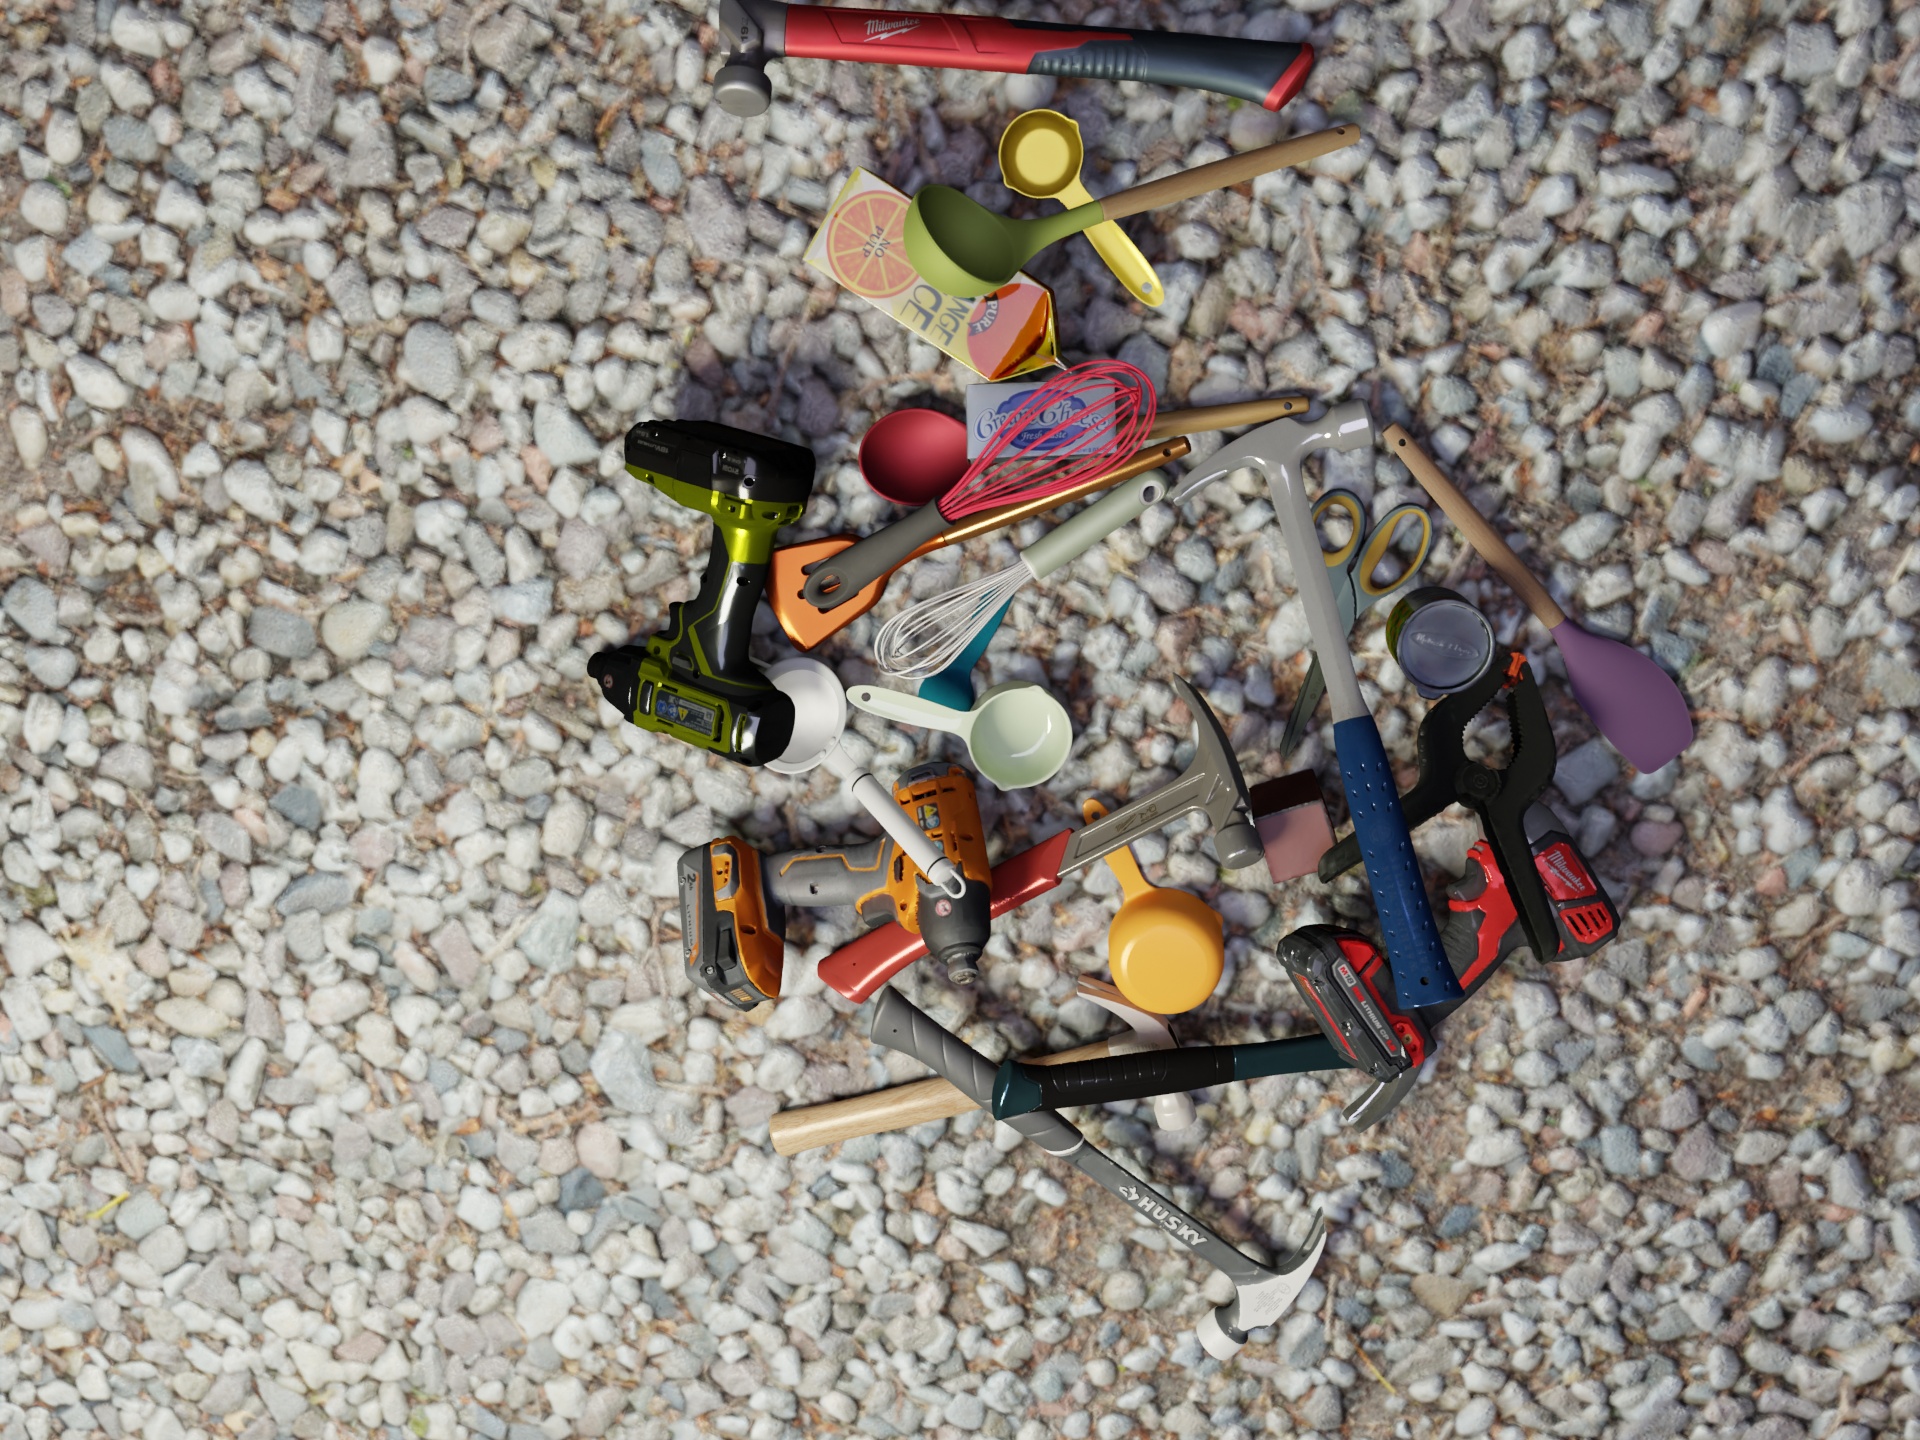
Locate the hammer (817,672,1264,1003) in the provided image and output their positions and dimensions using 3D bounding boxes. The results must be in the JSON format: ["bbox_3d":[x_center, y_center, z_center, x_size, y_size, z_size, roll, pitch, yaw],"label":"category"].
[{"bbox_3d":[0.043,0.108,1.173,0.359,0.036,0.149,-29,59,20],"label":"hammer"}]

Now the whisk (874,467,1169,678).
[{"bbox_3d":[0.043,-0.105,1.130,0.246,0.059,0.057,-33,122,5],"label":"whisk"}]

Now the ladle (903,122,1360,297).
[{"bbox_3d":[0.115,-0.342,1.020,0.320,0.062,0.078,-19,73,-9],"label":"ladle"}]

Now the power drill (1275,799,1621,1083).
[{"bbox_3d":[0.343,0.144,1.126,0.219,0.078,0.143,-33,93,-5],"label":"power drill"}]

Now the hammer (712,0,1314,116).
[{"bbox_3d":[0.037,-0.456,1.043,0.386,0.038,0.143,4,80,0],"label":"hammer"}]

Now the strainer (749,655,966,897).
[{"bbox_3d":[-0.077,0.039,1.140,0.087,0.050,0.259,-50,59,10],"label":"strainer"}]

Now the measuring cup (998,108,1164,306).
[{"bbox_3d":[0.087,-0.344,1.081,0.062,0.029,0.156,-38,99,13],"label":"measuring cup"}]

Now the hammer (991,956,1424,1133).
[{"bbox_3d":[0.186,0.253,1.172,0.331,0.033,0.128,-5,103,-8],"label":"hammer"}]

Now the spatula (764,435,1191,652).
[{"bbox_3d":[0.009,-0.135,1.115,0.322,0.041,0.081,-18,101,23],"label":"spatula"}]

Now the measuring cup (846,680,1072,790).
[{"bbox_3d":[-0.002,-0.004,1.153,0.167,0.038,0.083,15,106,-9],"label":"measuring cup"}]

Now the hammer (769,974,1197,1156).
[{"bbox_3d":[0.008,0.287,1.241,0.331,0.031,0.130,-15,102,10],"label":"hammer"}]

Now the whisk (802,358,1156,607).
[{"bbox_3d":[0.005,-0.150,1.072,0.296,0.073,0.073,-29,99,27],"label":"whisk"}]

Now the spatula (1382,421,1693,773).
[{"bbox_3d":[0.403,-0.089,1.113,0.060,0.018,0.316,-42,97,13],"label":"spatula"}]

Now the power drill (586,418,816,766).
[{"bbox_3d":[-0.189,-0.095,1.135,0.171,0.080,0.223,19,109,26],"label":"power drill"}]

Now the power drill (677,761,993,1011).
[{"bbox_3d":[-0.085,0.136,1.154,0.226,0.084,0.164,-18,57,11],"label":"power drill"}]

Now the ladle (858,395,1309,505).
[{"bbox_3d":[0.085,-0.201,1.116,0.315,0.031,0.069,-7,96,6],"label":"ladle"}]

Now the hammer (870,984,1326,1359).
[{"bbox_3d":[0.098,0.330,1.209,0.409,0.036,0.149,38,110,-9],"label":"hammer"}]

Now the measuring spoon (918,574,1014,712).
[{"bbox_3d":[0.008,-0.052,1.162,0.042,0.021,0.128,27,105,-1],"label":"measuring spoon"}]

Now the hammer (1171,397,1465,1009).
[{"bbox_3d":[0.254,-0.009,1.068,0.144,0.035,0.406,-15,79,12],"label":"hammer"}]

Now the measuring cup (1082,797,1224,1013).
[{"bbox_3d":[0.134,0.139,1.179,0.095,0.052,0.173,-27,102,12],"label":"measuring cup"}]
